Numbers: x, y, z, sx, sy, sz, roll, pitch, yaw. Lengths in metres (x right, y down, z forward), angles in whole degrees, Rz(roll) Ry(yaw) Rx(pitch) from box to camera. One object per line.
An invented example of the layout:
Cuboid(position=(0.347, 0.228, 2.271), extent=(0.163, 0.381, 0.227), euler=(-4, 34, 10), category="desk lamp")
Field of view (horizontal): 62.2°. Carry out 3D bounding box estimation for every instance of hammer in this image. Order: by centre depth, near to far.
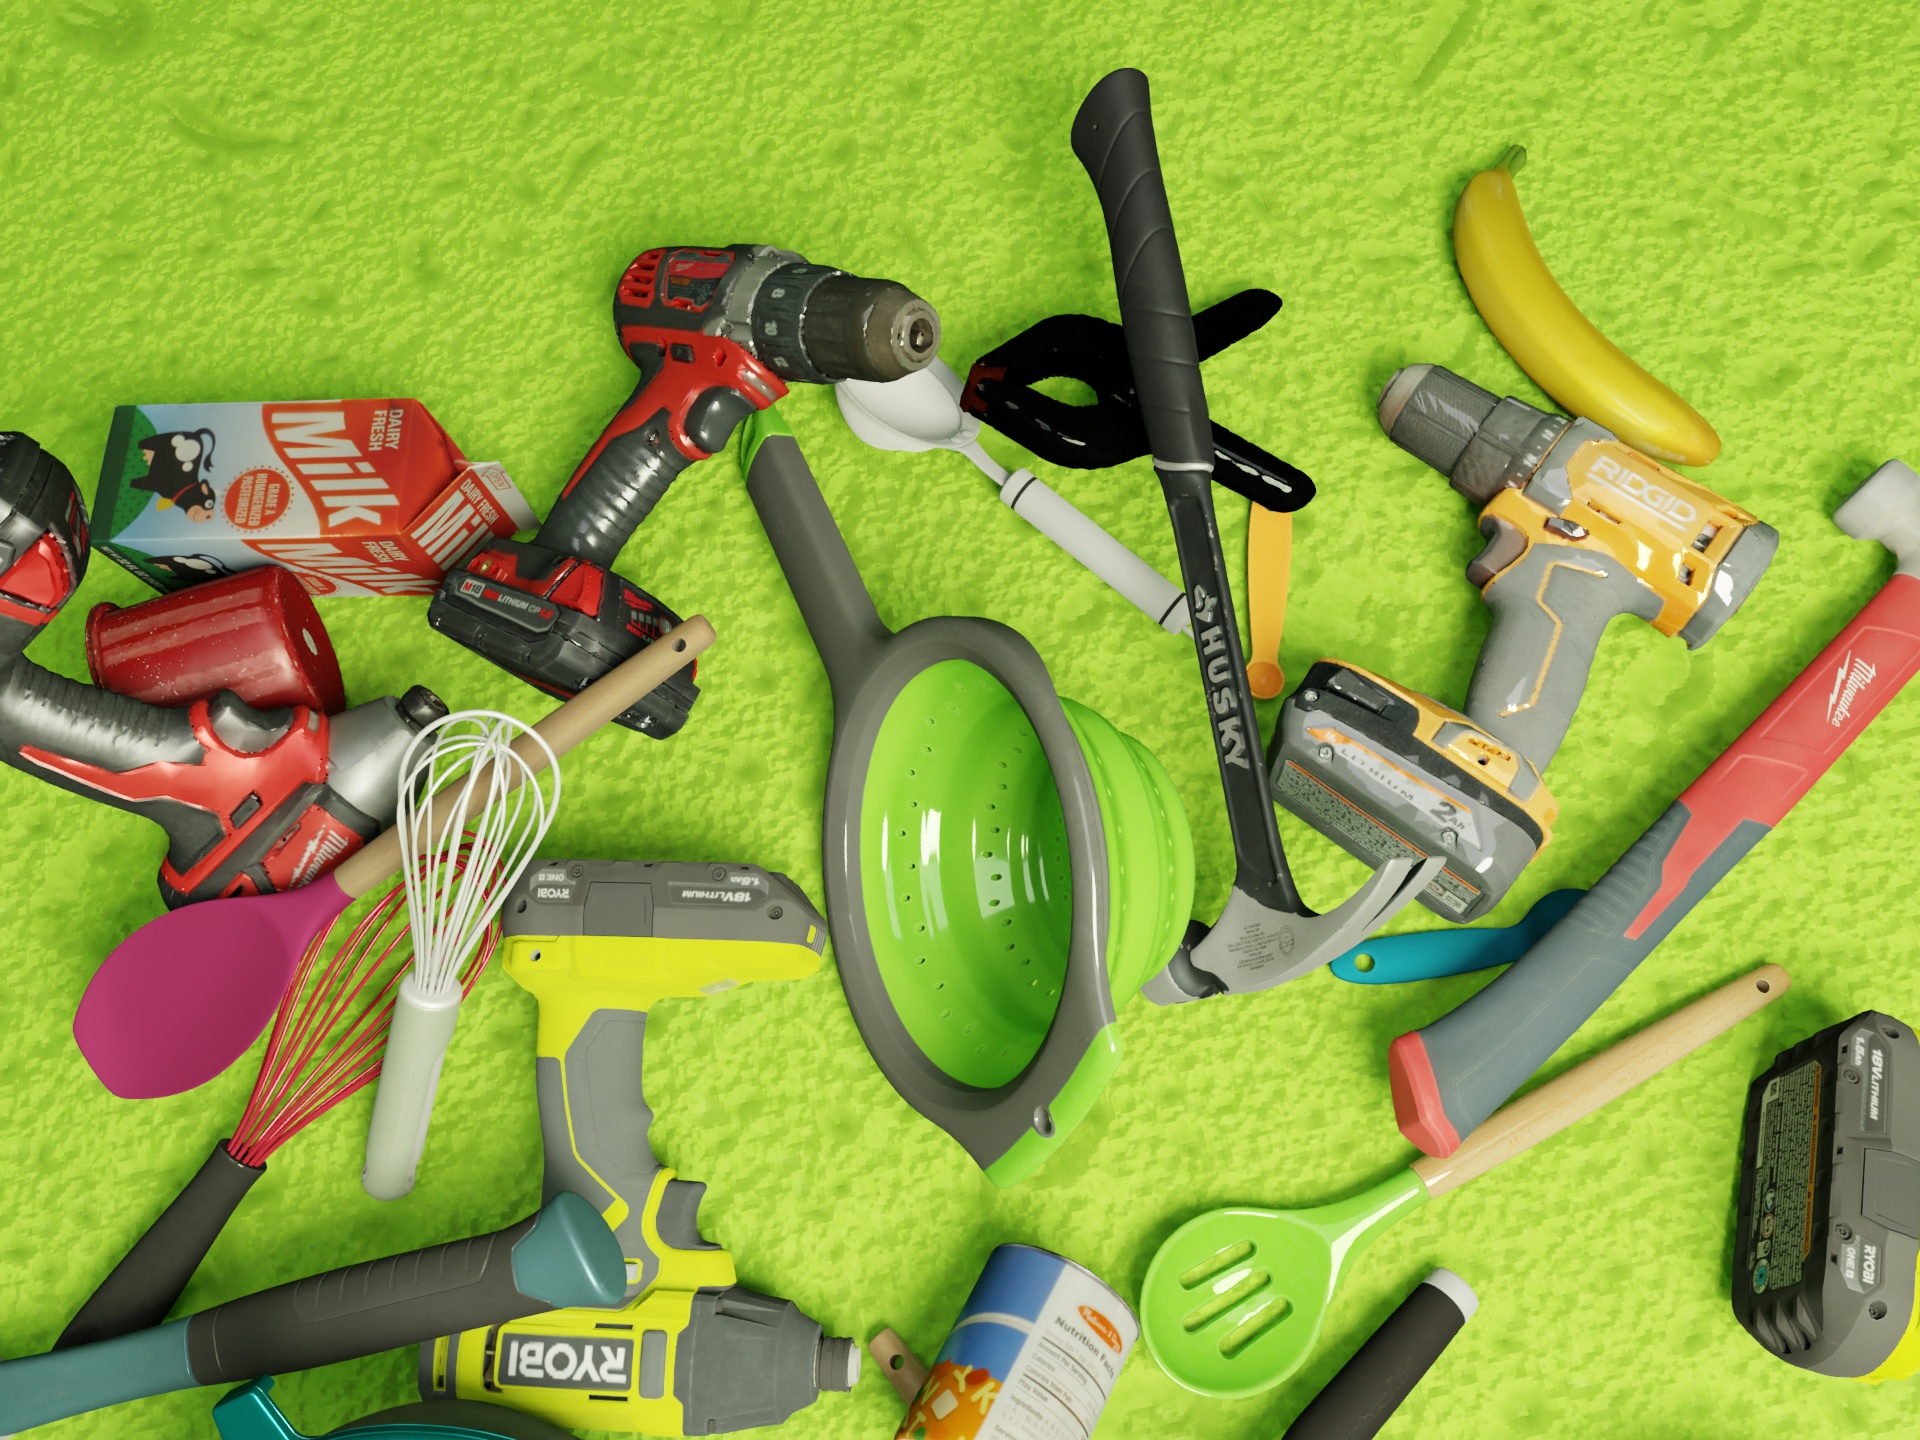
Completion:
Cuboid(position=(-0.285, 0.242, 0.623), extent=(0.331, 0.033, 0.128), euler=(-17, 76, 12), category="hammer")
Cuboid(position=(0.331, 0.052, 0.668), extent=(0.386, 0.038, 0.143), euler=(-41, 75, -14), category="hammer")
Cuboid(position=(0.100, -0.093, 0.673), extent=(0.036, 0.149, 0.409), euler=(2, 73, -35), category="hammer")

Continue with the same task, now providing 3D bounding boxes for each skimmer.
Cuboid(position=(0.084, 0.329, 0.545), extent=(0.363, 0.090, 0.127), euler=(-38, 100, -24), category="skimmer")

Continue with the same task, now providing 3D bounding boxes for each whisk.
Cuboid(position=(-0.210, 0.101, 0.638), extent=(0.059, 0.058, 0.246), euler=(14, 116, -14), category="whisk")
Cuboid(position=(-0.296, 0.171, 0.683), extent=(0.073, 0.073, 0.296), euler=(35, 84, 14), category="whisk")

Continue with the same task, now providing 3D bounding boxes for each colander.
Cuboid(position=(-0.001, -0.002, 0.696), extent=(0.094, 0.204, 0.398), euler=(-2, 50, -32), category="colander")

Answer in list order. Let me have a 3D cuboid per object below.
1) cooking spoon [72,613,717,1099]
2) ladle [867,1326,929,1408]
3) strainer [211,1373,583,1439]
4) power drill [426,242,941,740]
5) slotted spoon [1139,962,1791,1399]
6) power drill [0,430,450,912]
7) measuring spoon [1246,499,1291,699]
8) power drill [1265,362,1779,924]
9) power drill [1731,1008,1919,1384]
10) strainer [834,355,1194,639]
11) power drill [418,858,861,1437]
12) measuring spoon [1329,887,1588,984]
Cuboid(position=(-0.231, 0.053, 0.653), extent=(0.319, 0.017, 0.069), euler=(-35, 87, 4), category="cooking spoon")
Cuboid(position=(0.070, 0.365, 0.607), extent=(0.078, 0.062, 0.320), euler=(-40, 67, -11), category="ladle")
Cuboid(position=(-0.124, 0.350, 0.593), extent=(0.340, 0.095, 0.211), euler=(17, 100, -5), category="strainer")
Cuboid(position=(-0.119, -0.111, 0.707), extent=(0.188, 0.080, 0.227), euler=(18, 77, 40), category="power drill")
Cuboid(position=(0.213, 0.181, 0.658), extent=(0.314, 0.031, 0.070), euler=(-28, 73, -7), category="slotted spoon")
Cuboid(position=(-0.326, -0.006, 0.648), extent=(0.143, 0.219, 0.079), euler=(-43, 35, 3), category="power drill")
Cuboid(position=(0.144, -0.063, 0.751), extent=(0.021, 0.011, 0.117), euler=(8, 69, -3), category="measuring spoon")
Cuboid(position=(0.224, -0.048, 0.706), extent=(0.185, 0.084, 0.226), euler=(36, 74, 16), category="power drill")
Cuboid(position=(0.432, 0.196, 0.610), extent=(0.228, 0.080, 0.191), euler=(17, 64, 7), category="power drill")
Cuboid(position=(0.020, -0.114, 0.760), extent=(0.258, 0.050, 0.087), euler=(39, 37, 9), category="strainer")
Cuboid(position=(-0.123, 0.175, 0.660), extent=(0.171, 0.080, 0.223), euler=(1, 76, 5), category="power drill")
Cuboid(position=(0.224, 0.097, 0.685), extent=(0.128, 0.021, 0.042), euler=(-8, 72, 0), category="measuring spoon")
